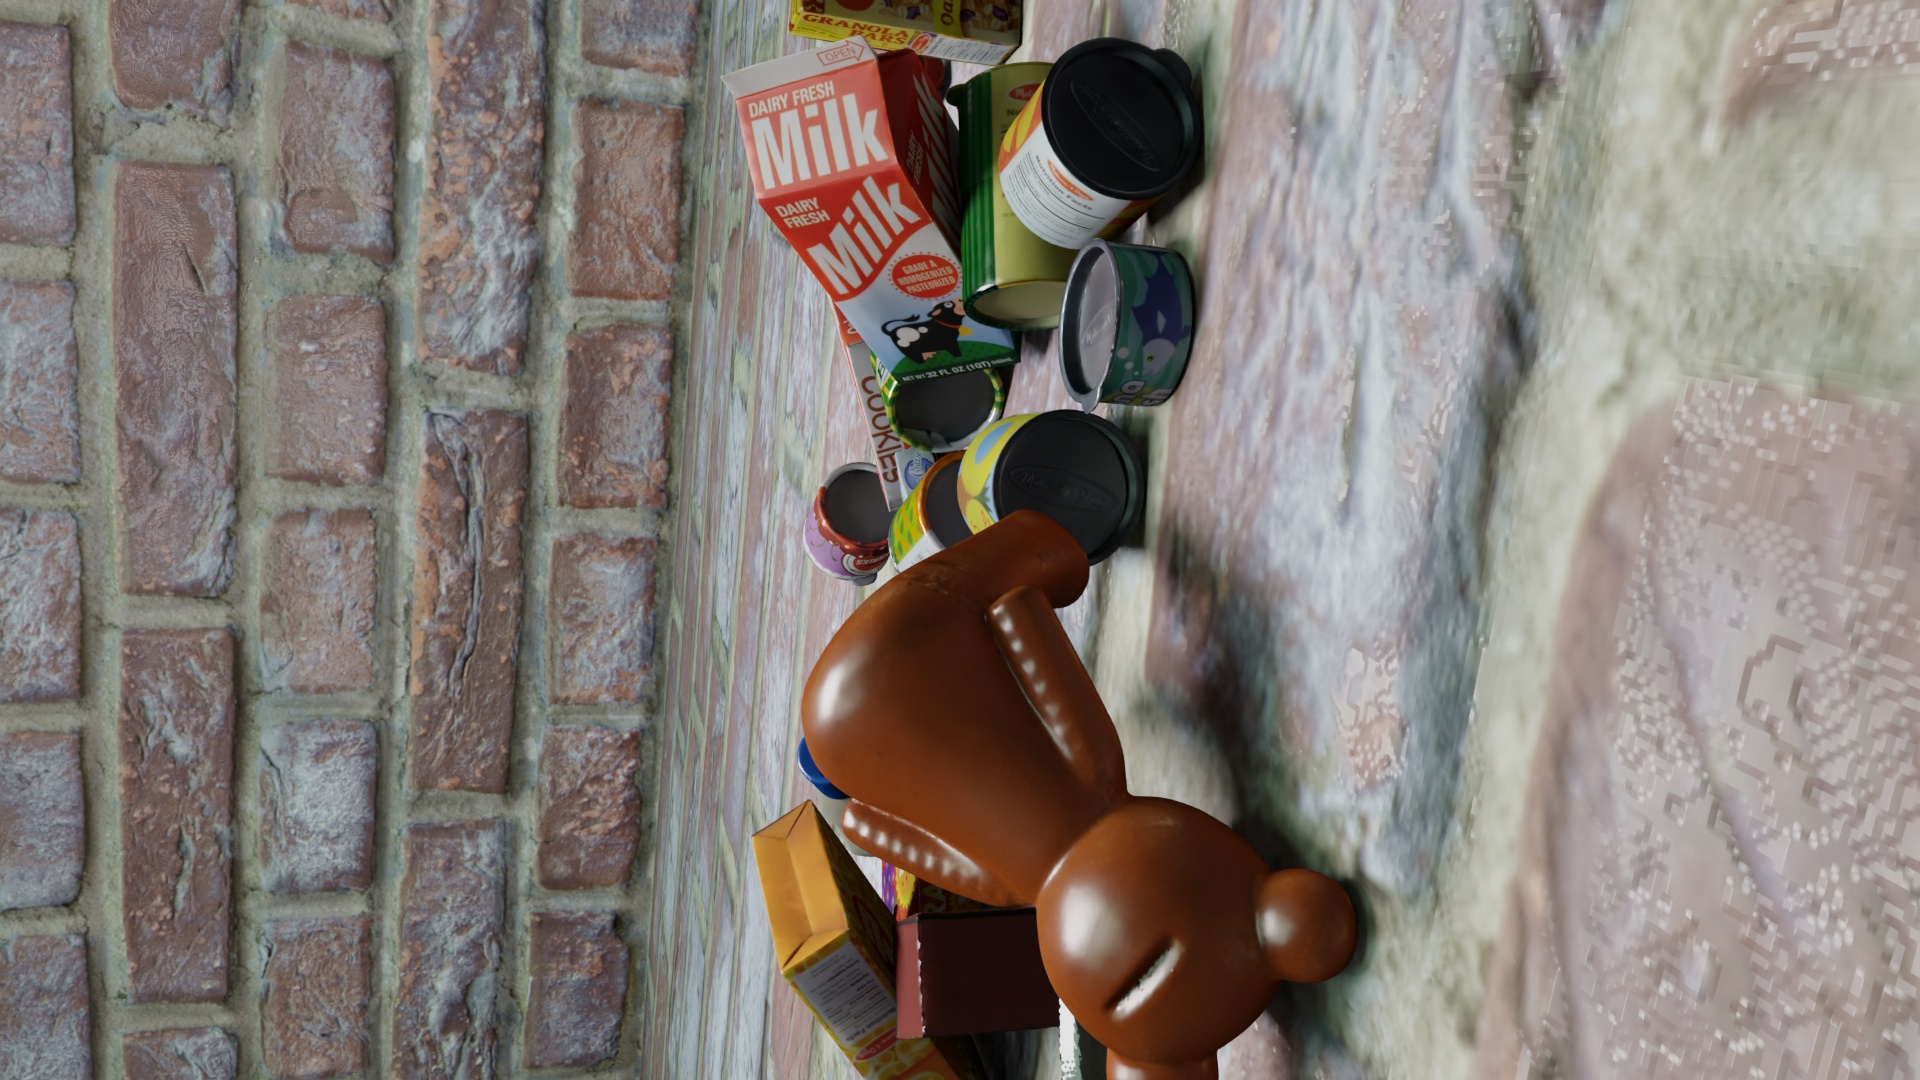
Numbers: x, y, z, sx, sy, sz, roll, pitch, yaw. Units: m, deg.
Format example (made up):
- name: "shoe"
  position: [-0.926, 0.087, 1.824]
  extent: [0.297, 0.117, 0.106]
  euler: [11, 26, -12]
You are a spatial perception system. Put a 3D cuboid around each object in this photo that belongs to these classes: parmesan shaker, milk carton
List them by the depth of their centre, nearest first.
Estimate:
- name: "parmesan shaker"
  position: [0.029, -0.154, 0.630]
  extent: [0.071, 0.071, 0.103]
  euler: [145, 126, -70]
- name: "milk carton"
  position: [-0.035, -0.159, 0.656]
  extent: [0.190, 0.072, 0.074]
  euler: [49, -142, -52]

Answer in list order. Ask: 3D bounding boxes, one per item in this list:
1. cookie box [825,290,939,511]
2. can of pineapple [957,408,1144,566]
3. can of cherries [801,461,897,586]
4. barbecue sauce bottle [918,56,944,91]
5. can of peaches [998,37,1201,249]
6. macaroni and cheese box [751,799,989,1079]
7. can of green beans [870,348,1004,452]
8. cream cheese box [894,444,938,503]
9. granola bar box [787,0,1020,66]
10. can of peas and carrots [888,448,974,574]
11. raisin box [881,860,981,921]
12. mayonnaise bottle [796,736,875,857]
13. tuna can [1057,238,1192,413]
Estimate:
- name: "cookie box"
  position: [-0.053, -0.115, 0.893]
  extent: [0.168, 0.040, 0.122]
  euler: [-110, 5, -53]
- name: "can of pineapple"
  position: [0.036, -0.021, 0.592]
  extent: [0.058, 0.071, 0.071]
  euler: [-170, 83, -74]
- name: "can of cherries"
  position: [-0.071, -0.011, 0.965]
  extent: [0.058, 0.071, 0.072]
  euler: [125, 144, -59]
- name: "barbecue sauce bottle"
  position: [-0.048, -0.285, 0.965]
  extent: [0.148, 0.044, 0.065]
  euler: [133, 138, -65]
- name: "can of peaches"
  position: [0.056, -0.158, 0.556]
  extent: [0.058, 0.071, 0.071]
  euler: [150, 121, -71]
- name: "macaroni and cheese box"
  position: [-0.040, 0.228, 0.703]
  extent: [0.166, 0.040, 0.124]
  euler: [59, 177, -23]
- name: "can of green beans"
  position: [-0.014, -0.091, 0.775]
  extent: [0.058, 0.071, 0.071]
  euler: [-108, 26, -50]
- name: "cream cheese box"
  position: [-0.017, 0.001, 0.799]
  extent: [0.053, 0.024, 0.103]
  euler: [-107, 8, -45]
- name: "granola bar box"
  position: [-0.029, -0.355, 0.768]
  extent: [0.039, 0.124, 0.165]
  euler: [170, 103, -72]
- name: "can of peas and carrots"
  position: [0.003, -0.009, 0.709]
  extent: [0.058, 0.071, 0.071]
  euler: [132, 138, -64]
- name: "raisin box"
  position: [-0.018, 0.158, 0.799]
  extent: [0.086, 0.040, 0.123]
  euler: [148, 122, -69]
- name: "mayonnaise bottle"
  position: [-0.066, 0.152, 0.862]
  extent: [0.147, 0.041, 0.065]
  euler: [70, -160, -63]
- name: "tuna can"
  position: [0.066, -0.085, 0.562]
  extent: [0.071, 0.033, 0.071]
  euler: [-176, 89, -74]
